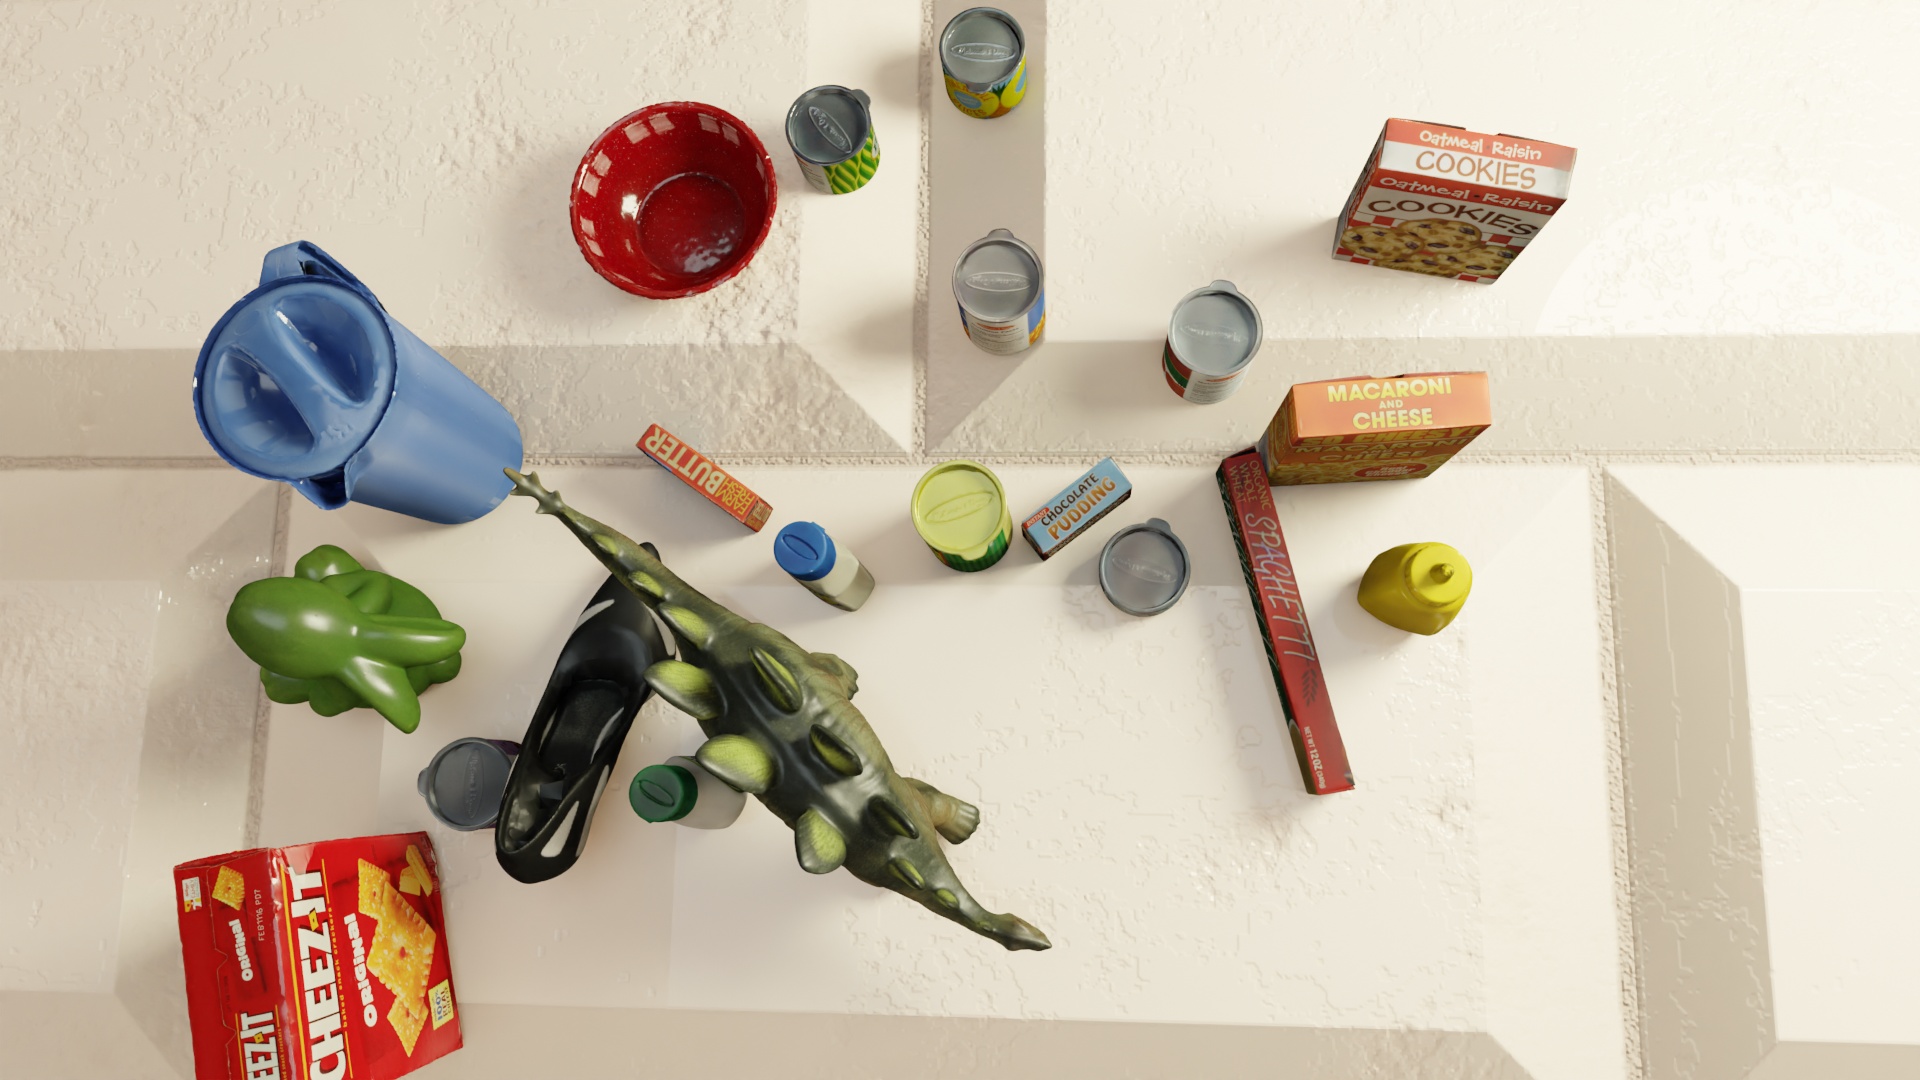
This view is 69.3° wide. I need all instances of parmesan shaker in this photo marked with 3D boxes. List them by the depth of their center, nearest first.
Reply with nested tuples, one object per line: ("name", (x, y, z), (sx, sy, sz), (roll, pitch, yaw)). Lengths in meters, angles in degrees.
("parmesan shaker", (0.004, -0.012, 0.997), (0.071, 0.103, 0.071), (-1, 81, 4))

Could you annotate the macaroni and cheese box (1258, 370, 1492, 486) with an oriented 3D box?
("macaroni and cheese box", (0.278, -0.074, 0.954), (0.124, 0.166, 0.040), (-4, 81, 4))

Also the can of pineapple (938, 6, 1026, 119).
("can of pineapple", (0.018, -0.369, 1.081), (0.071, 0.058, 0.071), (-1, 80, 4))

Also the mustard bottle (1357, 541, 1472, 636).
("mustard bottle", (0.313, 0.030, 0.936), (0.065, 0.160, 0.049), (26, 84, 8))

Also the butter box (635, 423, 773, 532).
("butter box", (-0.191, -0.046, 1.043), (0.103, 0.053, 0.024), (35, 85, 9))

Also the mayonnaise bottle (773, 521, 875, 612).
("mayonnaise bottle", (-0.099, 0.016, 0.977), (0.065, 0.148, 0.041), (33, 85, 9))

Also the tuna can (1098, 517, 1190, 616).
("tuna can", (0.135, 0.020, 1.017), (0.071, 0.033, 0.071), (-1, 80, 4))

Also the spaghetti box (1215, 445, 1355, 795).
("spaghetti box", (0.230, 0.057, 0.994), (0.029, 0.050, 0.250), (-14, 79, 2))

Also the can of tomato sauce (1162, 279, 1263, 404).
("can of tomato sauce", (0.182, -0.143, 1.016), (0.071, 0.083, 0.071), (-1, 80, 4))

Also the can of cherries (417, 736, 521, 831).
("can of cherries", (-0.349, 0.177, 1.013), (0.071, 0.058, 0.071), (-1, 80, 4))

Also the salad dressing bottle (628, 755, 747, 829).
("salad dressing bottle", (-0.188, 0.173, 0.956), (0.064, 0.147, 0.044), (30, 84, 9))

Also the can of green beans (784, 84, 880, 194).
("can of green beans", (-0.098, -0.310, 1.079), (0.071, 0.057, 0.071), (-1, 80, 4))

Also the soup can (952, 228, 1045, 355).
("soup can", (0.031, -0.183, 1.034), (0.071, 0.083, 0.071), (-1, 80, 4))

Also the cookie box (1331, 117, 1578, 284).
("cookie box", (0.340, -0.236, 0.977), (0.123, 0.167, 0.040), (11, 82, 6))

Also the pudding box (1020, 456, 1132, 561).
("pudding box", (0.085, -0.023, 1.019), (0.084, 0.049, 0.030), (-37, 80, -2))
